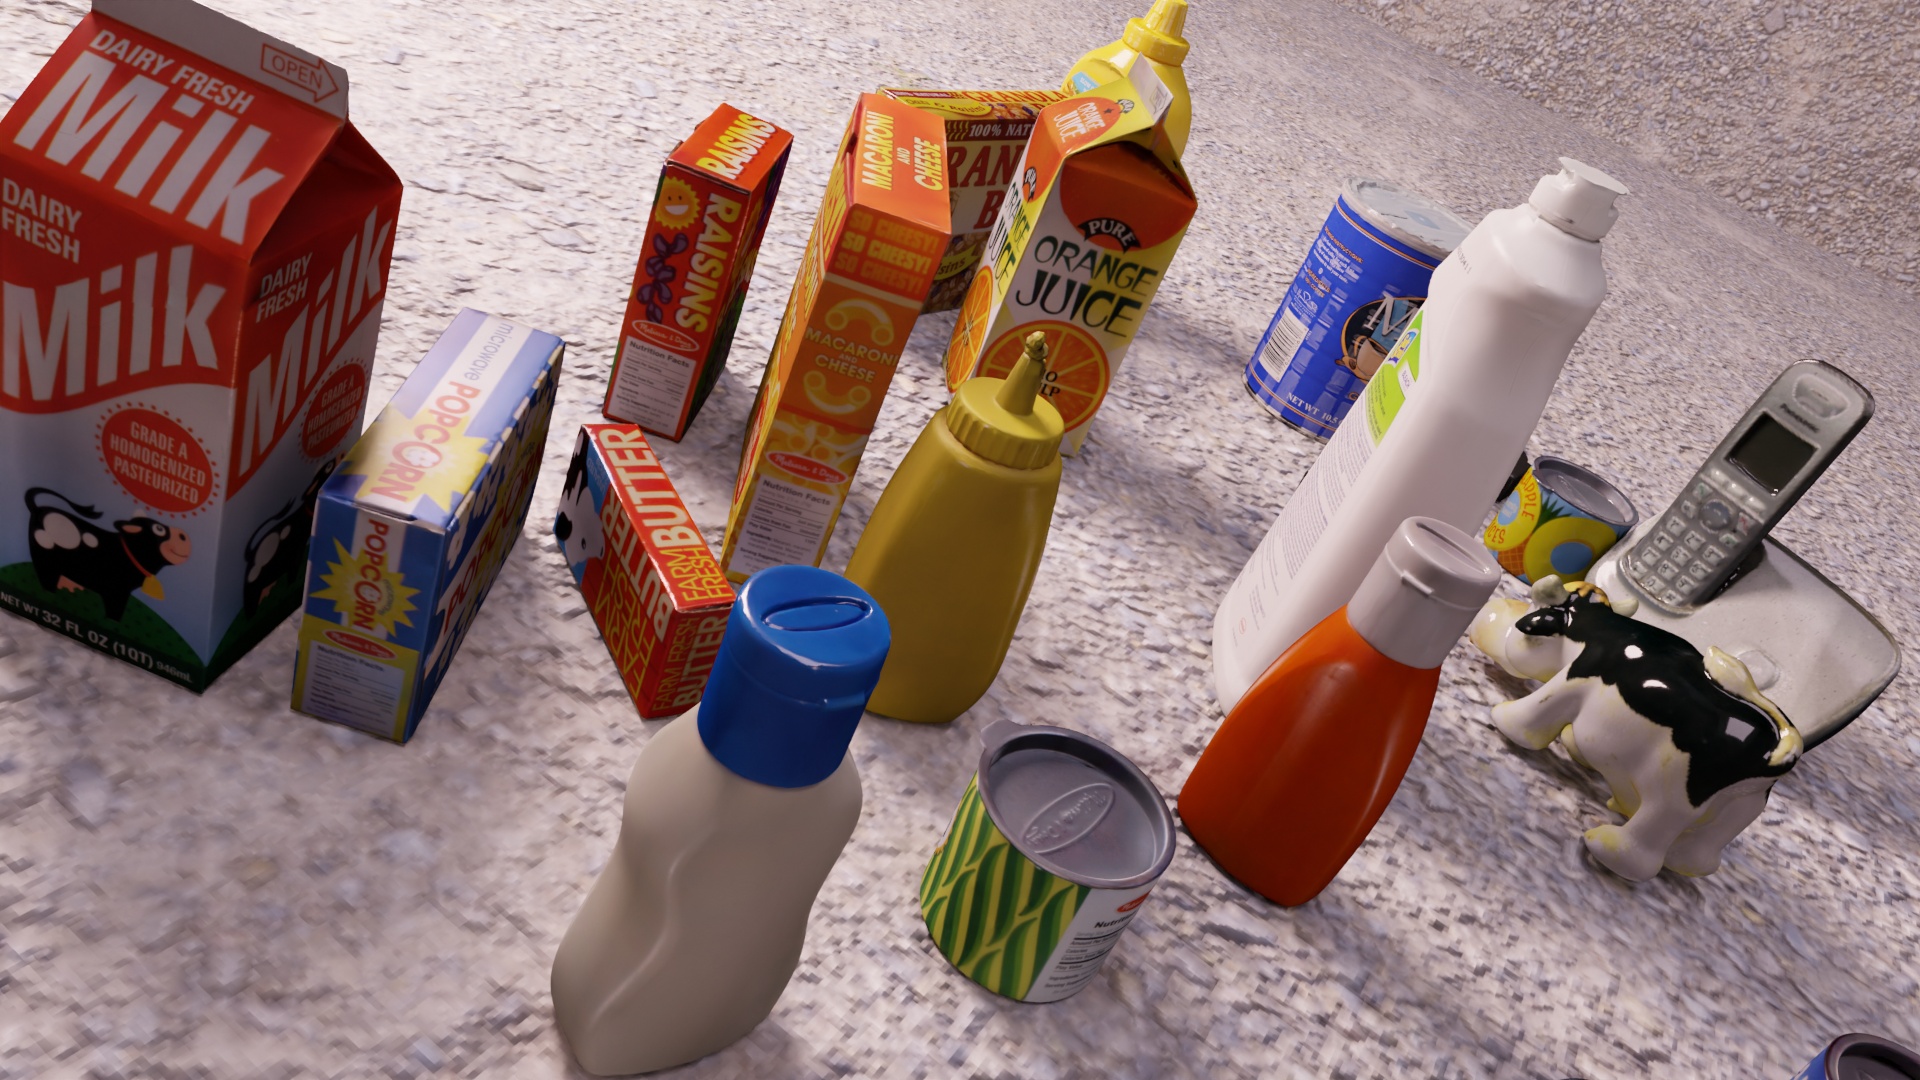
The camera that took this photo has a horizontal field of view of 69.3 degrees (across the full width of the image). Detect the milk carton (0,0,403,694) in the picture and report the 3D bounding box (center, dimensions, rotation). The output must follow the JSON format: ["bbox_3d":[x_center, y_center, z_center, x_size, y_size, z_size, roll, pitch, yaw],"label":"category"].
[{"bbox_3d":[-0.216,-0.057,0.392,0.072,0.189,0.074,24,32,-1],"label":"milk carton"}]

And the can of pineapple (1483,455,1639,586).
[{"bbox_3d":[0.351,-0.009,0.820,0.071,0.057,0.071,17,32,-11],"label":"can of pineapple"}]

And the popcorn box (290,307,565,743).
[{"bbox_3d":[-0.170,-0.010,0.452,0.038,0.084,0.127,18,32,-10],"label":"popcorn box"}]

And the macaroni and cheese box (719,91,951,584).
[{"bbox_3d":[-0.051,-0.079,0.555,0.040,0.165,0.124,16,33,-13],"label":"macaroni and cheese box"}]

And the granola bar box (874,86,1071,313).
[{"bbox_3d":[-0.001,-0.194,0.796,0.039,0.123,0.166,40,35,24],"label":"granola bar box"}]

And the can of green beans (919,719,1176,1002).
[{"bbox_3d":[0.026,0.102,0.443,0.071,0.057,0.071,17,32,-11],"label":"can of green beans"}]

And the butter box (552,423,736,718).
[{"bbox_3d":[-0.113,0.009,0.492,0.024,0.052,0.104,-3,41,-36],"label":"butter box"}]

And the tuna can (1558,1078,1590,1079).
[{"bbox_3d":[0.196,0.204,0.429,0.071,0.032,0.071,17,33,-11],"label":"tuna can"}]

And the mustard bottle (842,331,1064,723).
[{"bbox_3d":[0.002,-0.006,0.489,0.065,0.159,0.049,16,33,-14],"label":"mustard bottle"}]

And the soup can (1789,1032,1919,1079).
[{"bbox_3d":[0.270,0.205,0.429,0.071,0.083,0.072,17,32,-11],"label":"soup can"}]

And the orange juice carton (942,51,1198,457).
[{"bbox_3d":[0.058,-0.145,0.699,0.073,0.191,0.072,14,33,-16],"label":"orange juice carton"}]

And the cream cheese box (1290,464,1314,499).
[{"bbox_3d":[0.200,-0.024,0.747,0.024,0.053,0.104,36,34,18],"label":"cream cheese box"}]

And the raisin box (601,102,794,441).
[{"bbox_3d":[-0.115,-0.118,0.611,0.040,0.122,0.086,21,32,-5],"label":"raisin box"}]

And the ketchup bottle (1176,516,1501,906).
[{"bbox_3d":[0.134,0.060,0.490,0.065,0.148,0.044,40,35,23],"label":"ketchup bottle"}]

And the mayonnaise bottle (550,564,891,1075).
[{"bbox_3d":[-0.057,0.073,0.346,0.065,0.147,0.041,-5,42,-39],"label":"mayonnaise bottle"}]
